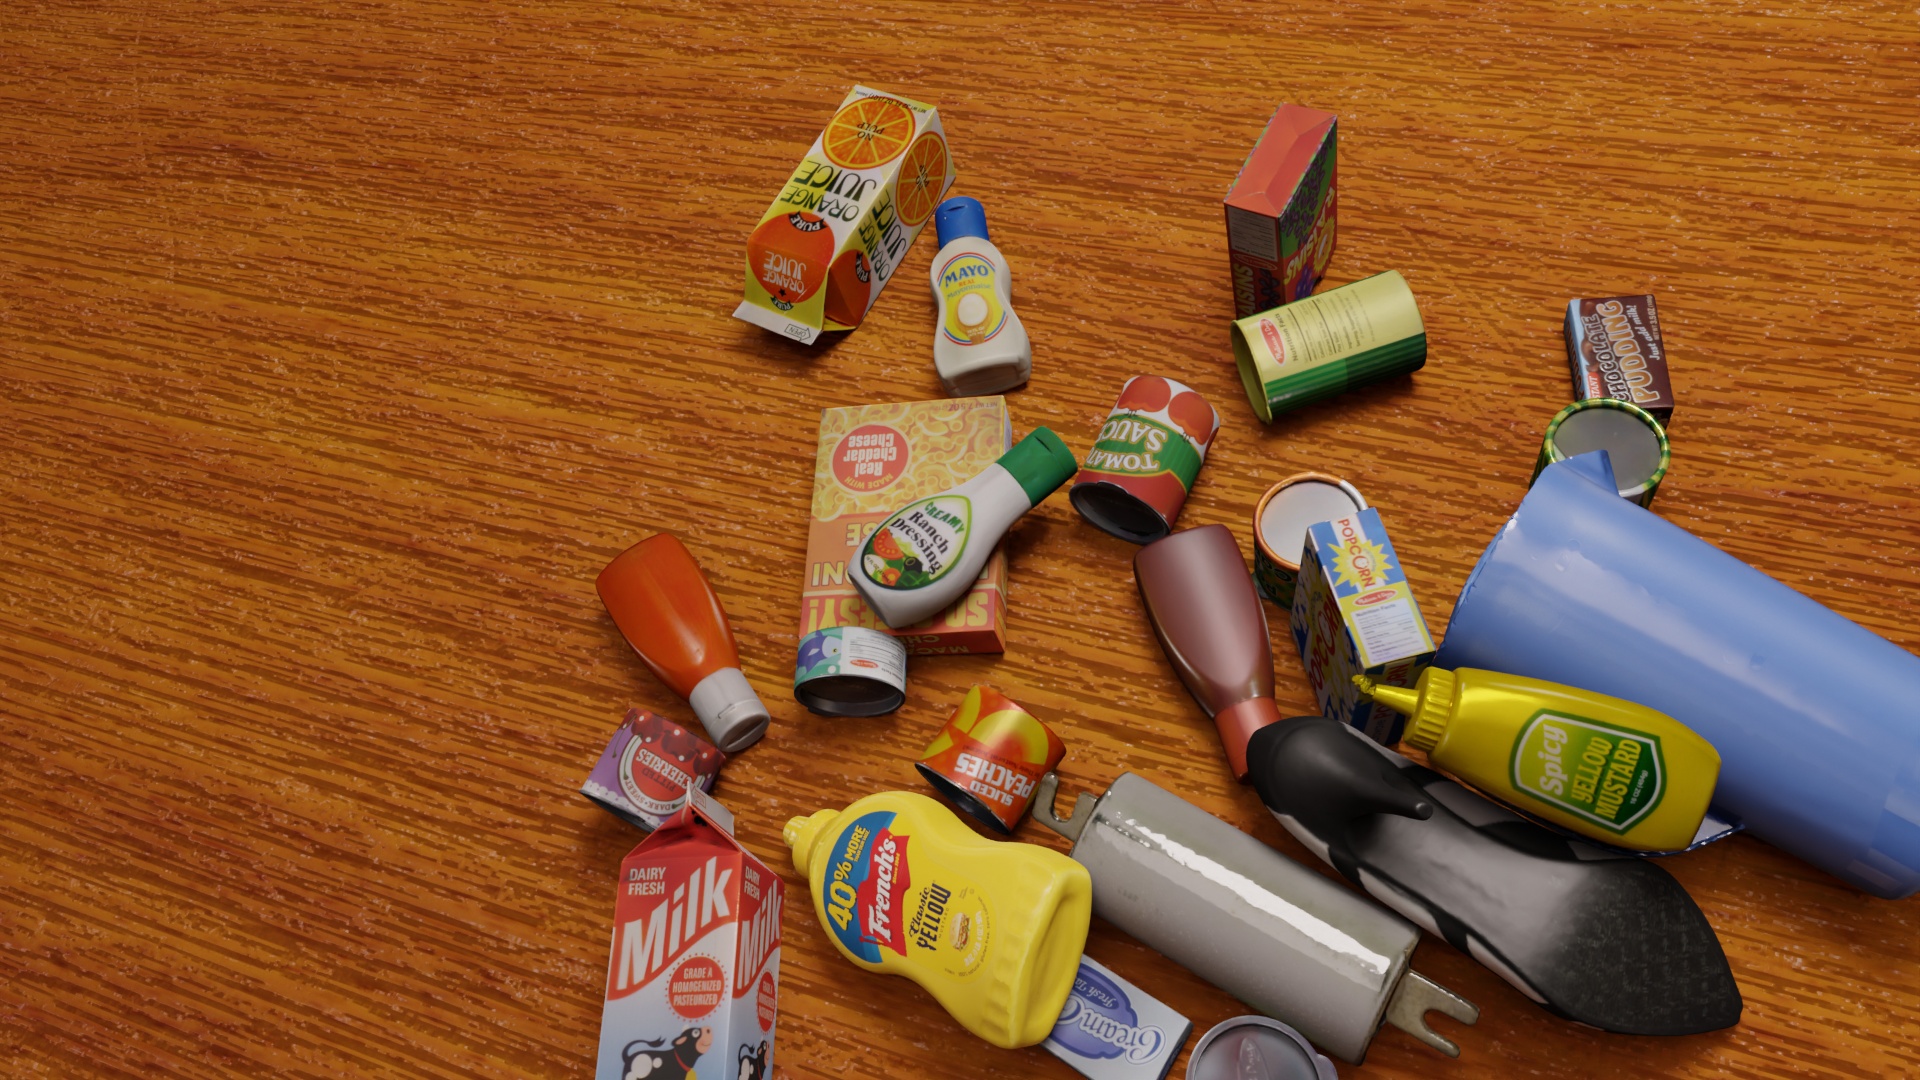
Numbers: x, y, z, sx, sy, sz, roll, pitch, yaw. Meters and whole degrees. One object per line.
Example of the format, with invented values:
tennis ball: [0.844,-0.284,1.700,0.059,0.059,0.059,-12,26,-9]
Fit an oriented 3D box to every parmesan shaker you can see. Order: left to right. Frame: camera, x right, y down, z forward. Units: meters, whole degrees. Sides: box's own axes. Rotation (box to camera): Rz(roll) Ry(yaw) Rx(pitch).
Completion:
parmesan shaker: [0.229,-0.118,0.862,0.103,0.071,0.071,-18,60,3]

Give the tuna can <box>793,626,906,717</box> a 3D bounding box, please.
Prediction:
tuna can: [-0.066,0.079,0.827,0.071,0.070,0.033,-4,61,11]

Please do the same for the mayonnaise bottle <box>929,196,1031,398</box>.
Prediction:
mayonnaise bottle: [0.008,-0.170,0.954,0.065,0.041,0.149,-13,61,8]

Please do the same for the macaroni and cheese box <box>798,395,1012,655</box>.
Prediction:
macaroni and cheese box: [-0.031,-0.008,0.878,0.124,0.040,0.167,-3,61,11]

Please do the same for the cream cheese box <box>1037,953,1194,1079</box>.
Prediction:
cream cheese box: [0.064,0.248,0.728,0.104,0.024,0.053,26,72,24]

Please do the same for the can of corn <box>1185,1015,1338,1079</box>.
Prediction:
can of corn: [0.148,0.270,0.677,0.071,0.058,0.071,-6,61,10]

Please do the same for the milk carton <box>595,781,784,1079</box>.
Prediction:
milk carton: [-0.144,0.233,0.757,0.073,0.072,0.191,-5,61,11]

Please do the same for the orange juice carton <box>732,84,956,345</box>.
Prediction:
orange juice carton: [-0.085,-0.223,0.986,0.072,0.072,0.193,22,70,23]

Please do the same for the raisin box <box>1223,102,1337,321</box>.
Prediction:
raisin box: [0.205,-0.199,0.877,0.040,0.123,0.086,22,69,24]

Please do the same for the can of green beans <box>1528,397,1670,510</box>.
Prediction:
can of green beans: [0.363,-0.040,0.792,0.071,0.057,0.071,-5,61,10]

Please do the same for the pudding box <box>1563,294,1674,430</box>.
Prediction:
pudding box: [0.395,-0.106,0.836,0.049,0.030,0.084,-2,62,13]

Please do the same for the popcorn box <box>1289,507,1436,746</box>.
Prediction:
popcorn box: [0.211,0.052,0.740,0.038,0.126,0.085,-14,60,1]

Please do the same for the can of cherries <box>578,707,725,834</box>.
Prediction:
can of cherries: [-0.180,0.138,0.817,0.071,0.071,0.058,20,68,22]

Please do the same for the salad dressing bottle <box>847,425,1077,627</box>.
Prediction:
salad dressing bottle: [0.003,-0.010,0.822,0.148,0.043,0.064,-39,60,-11]

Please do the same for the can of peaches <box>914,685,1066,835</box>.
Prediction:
can of peaches: [0.018,0.123,0.780,0.071,0.071,0.058,30,72,25]

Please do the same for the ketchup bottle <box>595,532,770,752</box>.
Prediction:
ketchup bottle: [-0.170,0.065,0.869,0.065,0.043,0.149,-36,61,-6]

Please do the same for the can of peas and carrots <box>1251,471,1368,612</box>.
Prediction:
can of peas and carrots: [0.201,0.002,0.807,0.071,0.058,0.071,-6,61,10]

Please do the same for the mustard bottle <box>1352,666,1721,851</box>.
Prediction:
mustard bottle: [0.261,0.093,0.647,0.160,0.049,0.065,17,96,11]

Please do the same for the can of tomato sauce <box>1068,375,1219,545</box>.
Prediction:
can of tomato sauce: [0.113,-0.050,0.850,0.071,0.071,0.083,20,68,22]

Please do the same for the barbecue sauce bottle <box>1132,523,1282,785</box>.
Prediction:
barbecue sauce bottle: [0.150,0.065,0.795,0.065,0.043,0.149,-18,61,3]
